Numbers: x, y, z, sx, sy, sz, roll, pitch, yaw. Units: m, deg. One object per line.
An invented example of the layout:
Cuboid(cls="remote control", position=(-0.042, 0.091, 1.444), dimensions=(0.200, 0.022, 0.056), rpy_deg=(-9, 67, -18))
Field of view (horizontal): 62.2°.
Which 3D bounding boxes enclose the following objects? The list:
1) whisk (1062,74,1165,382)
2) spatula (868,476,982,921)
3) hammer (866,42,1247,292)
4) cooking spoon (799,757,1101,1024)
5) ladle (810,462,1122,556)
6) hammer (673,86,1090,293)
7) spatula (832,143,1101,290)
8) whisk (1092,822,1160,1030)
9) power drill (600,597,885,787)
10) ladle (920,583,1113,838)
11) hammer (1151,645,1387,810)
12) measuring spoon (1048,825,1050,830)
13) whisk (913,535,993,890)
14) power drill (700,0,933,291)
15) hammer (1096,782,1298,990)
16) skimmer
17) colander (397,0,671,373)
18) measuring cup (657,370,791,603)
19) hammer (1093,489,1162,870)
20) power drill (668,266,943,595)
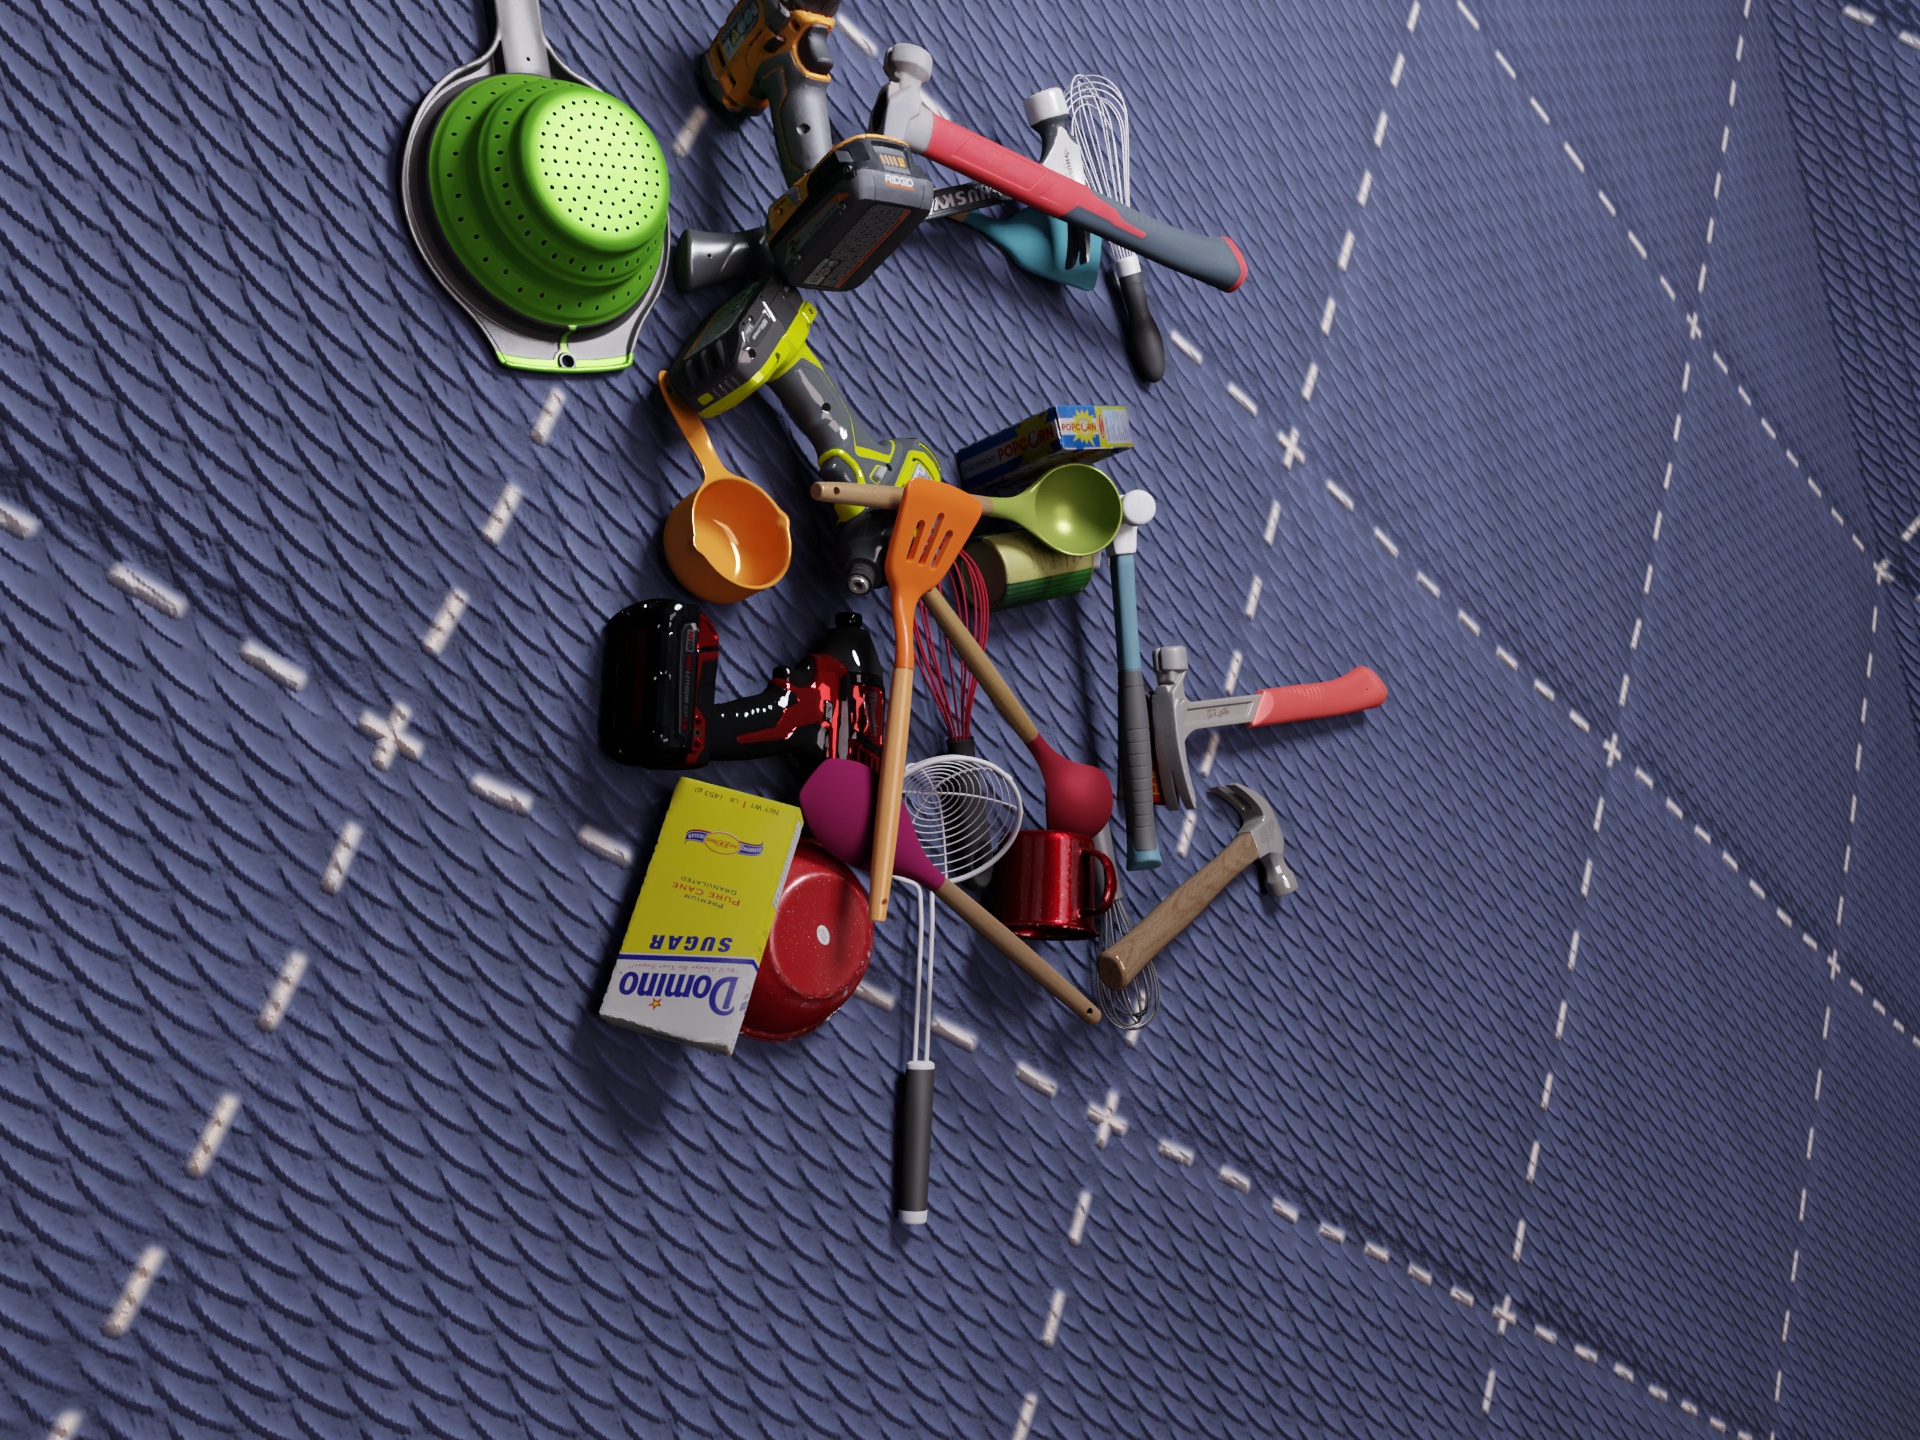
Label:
Cuboid(cls="whisk", position=(0.146, -0.453, 1.474), dimensions=(0.070, 0.070, 0.284), rpy_deg=(-27, 107, -39))
Cuboid(cls="spatula", position=(-0.038, -0.014, 1.164), dimensions=(0.081, 0.041, 0.323), rpy_deg=(13, 79, -46))
Cuboid(cls="hammer", position=(0.090, -0.421, 1.336), dimensions=(0.386, 0.038, 0.143), rpy_deg=(13, 84, -34))
Cuboid(cls="cooking spoon", position=(0.001, 0.139, 1.212), dimensions=(0.318, 0.017, 0.069), rpy_deg=(43, 76, -23))
Cuboid(cls="ladle", position=(0.012, -0.168, 1.221), dimensions=(0.320, 0.062, 0.078), rpy_deg=(-4, 89, -49))
Cuboid(cls="hammer", position=(-0.051, -0.403, 1.282), dimensions=(0.409, 0.036, 0.149), rpy_deg=(-25, 103, -32))
Cuboid(cls="spatula", position=(-0.010, -0.442, 1.344), dimensions=(0.317, 0.044, 0.082), rpy_deg=(9, 83, -38))
Cuboid(cls="whisk", position=(0.129, 0.157, 1.402), dimensions=(0.055, 0.055, 0.239), rpy_deg=(-11, 88, -41))
Cuboid(cls="power drill", position=(-0.146, -0.022, 1.166), dimensions=(0.219, 0.078, 0.143), rpy_deg=(9, 81, -43))
Cuboid(cls="ladle", position=(0.044, -0.006, 1.288), dimensions=(0.069, 0.031, 0.315), rpy_deg=(-45, 123, -12))
Cuboid(cls="hammer", position=(0.311, -0.005, 1.558), dimensions=(0.359, 0.037, 0.149), rpy_deg=(-6, 89, -45))
Cuboid(cls="measuring spoon", position=(0.091, 0.102, 1.386), dimensions=(0.042, 0.021, 0.128), rpy_deg=(2, 86, -40))
Cuboid(cls="whisk", position=(-0.002, -0.004, 1.299), dimensions=(0.073, 0.073, 0.296), rpy_deg=(-14, 101, -40))
Cuboid(cls="power drill", position=(-0.096, -0.451, 1.143), dimensions=(0.084, 0.185, 0.226), rpy_deg=(-7, 71, -43))
Cuboid(cls="hammer", position=(0.214, 0.154, 1.441), dimensions=(0.331, 0.031, 0.130), rpy_deg=(-29, 101, -51))
Cuboid(cls="skimmer", position=(-0.020, 0.210, 1.236), dimensions=(0.127, 0.090, 0.363), rpy_deg=(5, 83, -20))
Cuboid(cls="colander", position=(-0.279, -0.443, 1.081), dimensions=(0.204, 0.094, 0.397), rpy_deg=(-10, 92, -41))
Cuboid(cls="measuring cup", position=(-0.191, -0.167, 1.159), dimensions=(0.095, 0.052, 0.173), rpy_deg=(-26, 91, -47))
Cuboid(cls="hammer", position=(0.149, -0.030, 1.392), dimensions=(0.033, 0.128, 0.331), rpy_deg=(-5, 93, -10))
Cuboid(cls="power drill", position=(-0.107, -0.210, 1.190), dimensions=(0.223, 0.080, 0.171), rpy_deg=(49, 35, -26))
